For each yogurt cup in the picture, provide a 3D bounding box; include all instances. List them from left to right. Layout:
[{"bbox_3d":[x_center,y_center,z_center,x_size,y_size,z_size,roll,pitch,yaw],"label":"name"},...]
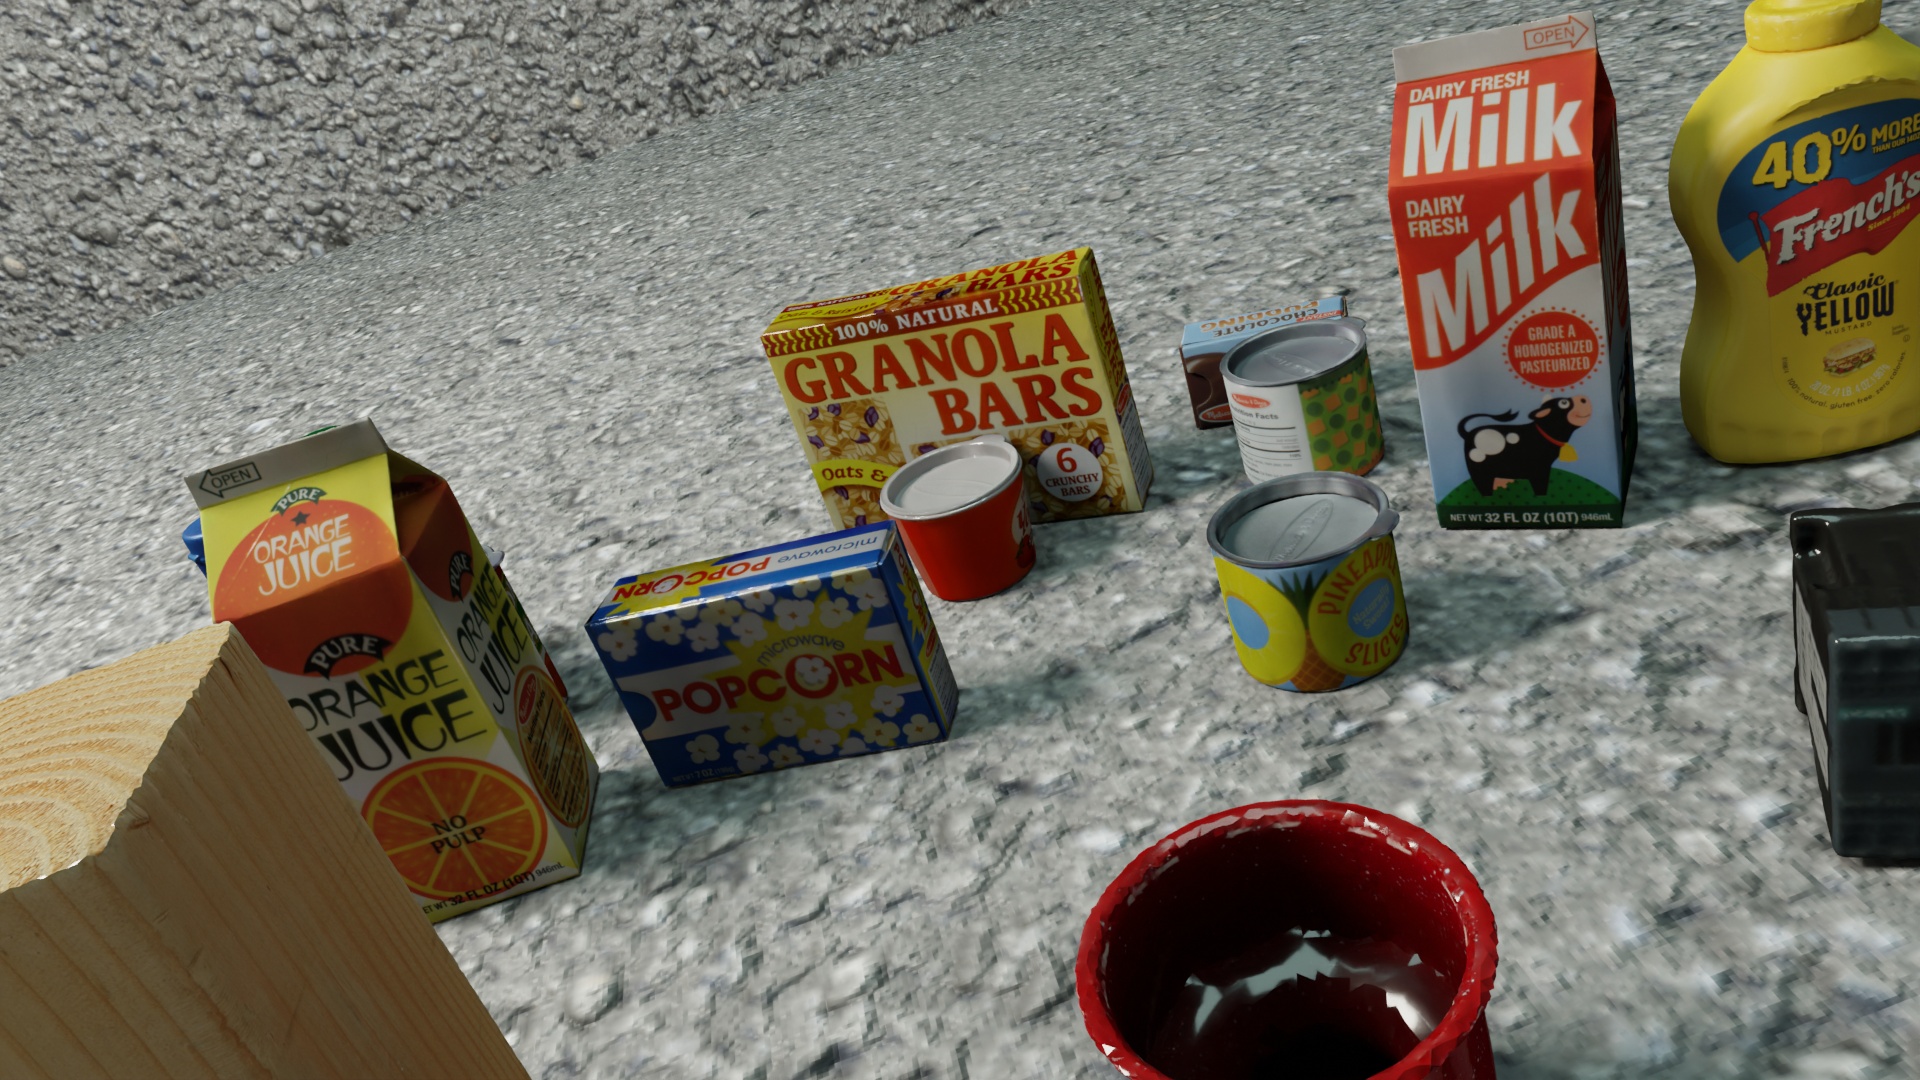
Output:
[{"bbox_3d":[0.002,-0.008,0.649,0.072,0.053,0.073,-15,27,8],"label":"yogurt cup"}]

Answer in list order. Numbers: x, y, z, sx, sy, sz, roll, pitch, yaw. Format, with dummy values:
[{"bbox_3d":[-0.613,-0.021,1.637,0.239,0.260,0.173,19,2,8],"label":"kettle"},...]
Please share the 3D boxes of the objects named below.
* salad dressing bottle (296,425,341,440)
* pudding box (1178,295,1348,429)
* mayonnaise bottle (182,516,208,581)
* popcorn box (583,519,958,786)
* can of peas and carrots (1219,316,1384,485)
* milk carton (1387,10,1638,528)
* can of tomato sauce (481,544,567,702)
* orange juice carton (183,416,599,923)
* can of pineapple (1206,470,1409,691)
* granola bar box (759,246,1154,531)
[{"bbox_3d":[-0.285,0.015,0.687,0.064,0.147,0.044,-3,31,29],"label":"salad dressing bottle"},{"bbox_3d":[0.157,-0.090,0.707,0.083,0.049,0.030,-9,29,19],"label":"pudding box"},{"bbox_3d":[-0.292,0.051,0.625,0.065,0.147,0.041,10,39,45],"label":"mayonnaise bottle"},{"bbox_3d":[-0.073,0.047,0.561,0.126,0.085,0.038,-12,28,14],"label":"popcorn box"},{"bbox_3d":[0.161,-0.063,0.645,0.071,0.058,0.071,-15,27,8],"label":"can of peas and carrots"},{"bbox_3d":[0.216,-0.103,0.538,0.072,0.189,0.074,-1,32,32],"label":"milk carton"},{"bbox_3d":[-0.231,0.053,0.654,0.071,0.082,0.071,-15,27,8],"label":"can of tomato sauce"},{"bbox_3d":[-0.214,0.047,0.534,0.072,0.192,0.073,-19,27,1],"label":"orange juice carton"},{"bbox_3d":[0.132,0.015,0.519,0.071,0.057,0.071,-15,27,8],"label":"can of pineapple"},{"bbox_3d":[0.000,-0.067,0.682,0.165,0.123,0.039,-6,30,24],"label":"granola bar box"}]
